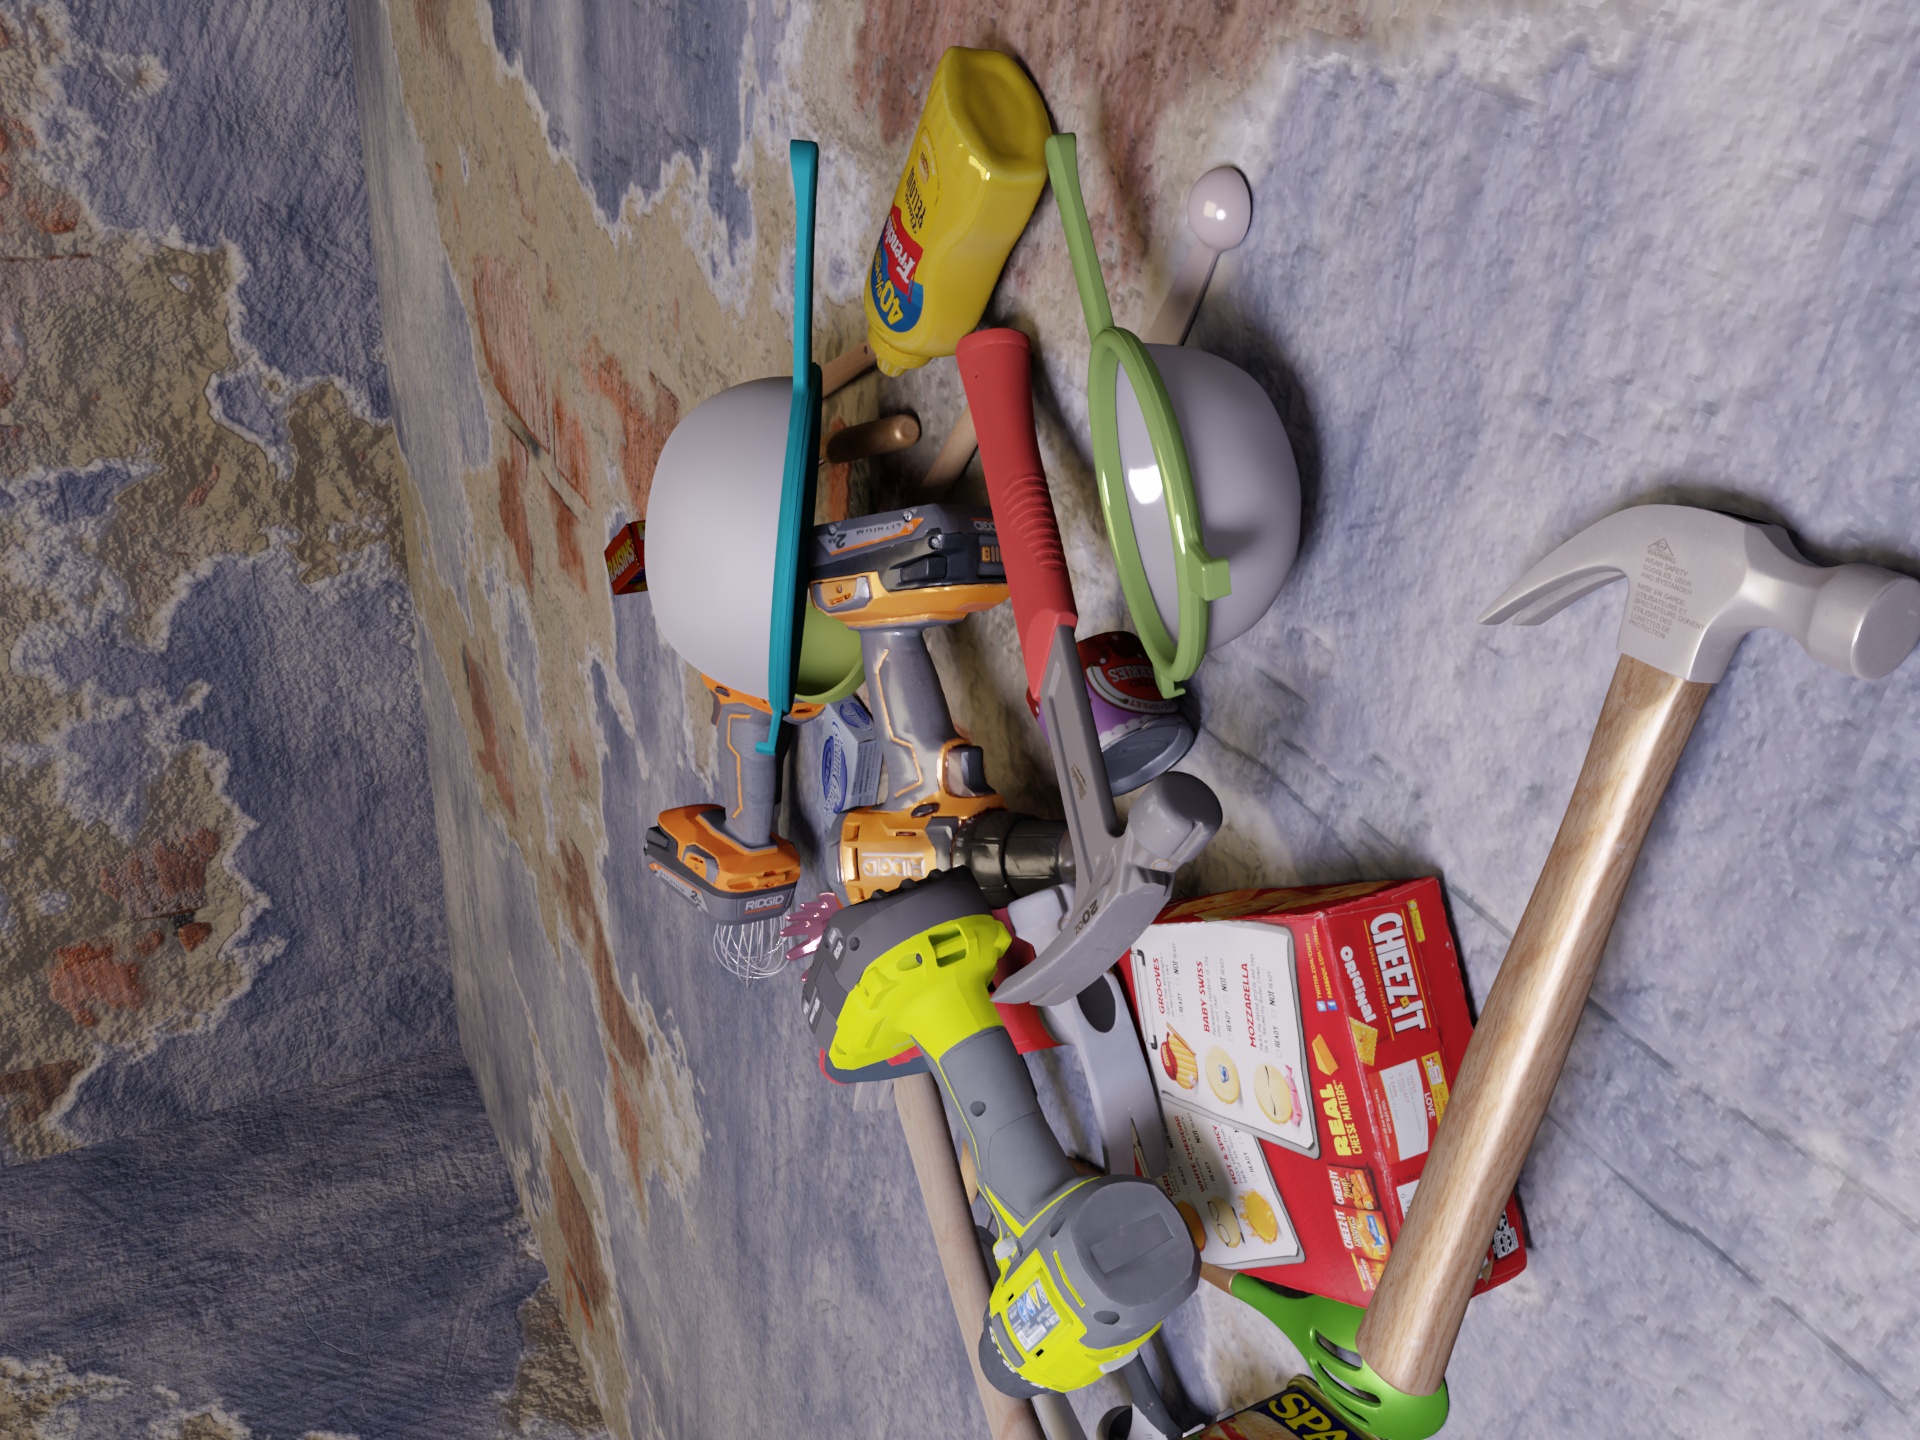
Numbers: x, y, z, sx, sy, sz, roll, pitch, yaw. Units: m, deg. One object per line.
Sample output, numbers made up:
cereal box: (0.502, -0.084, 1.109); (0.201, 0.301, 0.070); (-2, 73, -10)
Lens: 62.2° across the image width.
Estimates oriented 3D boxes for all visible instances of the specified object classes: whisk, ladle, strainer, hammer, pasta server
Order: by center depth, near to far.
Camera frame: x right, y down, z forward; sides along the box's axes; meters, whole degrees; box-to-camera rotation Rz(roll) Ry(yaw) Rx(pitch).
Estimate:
hammer: (0.197, 0.087, 0.542); (0.130, 0.031, 0.331); (41, 122, 54)
strainer: (0.093, -0.145, 0.684); (0.151, 0.069, 0.256); (88, 171, -74)
hammer: (0.034, -0.051, 0.748); (0.149, 0.036, 0.359); (-55, 34, 43)
hammer: (-0.003, 0.195, 0.904); (0.386, 0.038, 0.143); (-36, 69, 63)
strainer: (-0.131, -0.162, 0.911); (0.211, 0.095, 0.340); (-90, 5, -54)
hammer: (0.042, 0.238, 0.931); (0.409, 0.036, 0.149); (66, 157, 13)
hammer: (0.002, 0.342, 0.975); (0.411, 0.038, 0.146); (-112, 31, -48)
strainer: (0.044, 0.398, 0.978); (0.086, 0.050, 0.259); (56, 177, -28)
ladle: (-0.047, -0.109, 0.990); (0.320, 0.062, 0.078); (126, 141, -53)
ladle: (0.019, 0.213, 1.028); (0.069, 0.031, 0.315); (48, 143, 42)
whisk: (-0.100, -0.181, 1.067); (0.245, 0.051, 0.047); (4, 132, 58)
pasta server: (-0.070, 0.105, 1.144); (0.060, 0.040, 0.316); (54, 146, 18)
whisk: (-0.162, 0.099, 1.307); (0.070, 0.070, 0.284); (44, 133, 49)

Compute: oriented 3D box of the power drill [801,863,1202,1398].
power drill: (0.010, 0.203, 0.751); (0.229, 0.080, 0.190); (59, 150, 25)

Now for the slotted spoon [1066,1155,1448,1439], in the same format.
slotted spoon: (0.133, 0.288, 0.837); (0.314, 0.031, 0.070); (12, 114, 63)

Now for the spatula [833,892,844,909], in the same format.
spatula: (-0.055, 0.135, 1.005); (0.322, 0.041, 0.081); (163, 85, -86)

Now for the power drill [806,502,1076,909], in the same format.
power drill: (-0.001, -0.003, 0.877); (0.185, 0.084, 0.226); (-3, 91, 42)

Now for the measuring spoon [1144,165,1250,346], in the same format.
measuring spoon: (0.096, -0.191, 0.712); (0.034, 0.018, 0.124); (62, 151, 28)

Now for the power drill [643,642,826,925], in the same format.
power drill: (-0.177, 0.023, 1.217); (0.164, 0.084, 0.226); (29, 114, 40)

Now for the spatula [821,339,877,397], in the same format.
spatula: (-0.114, -0.223, 1.112); (0.316, 0.018, 0.060); (-6, 99, 65)
